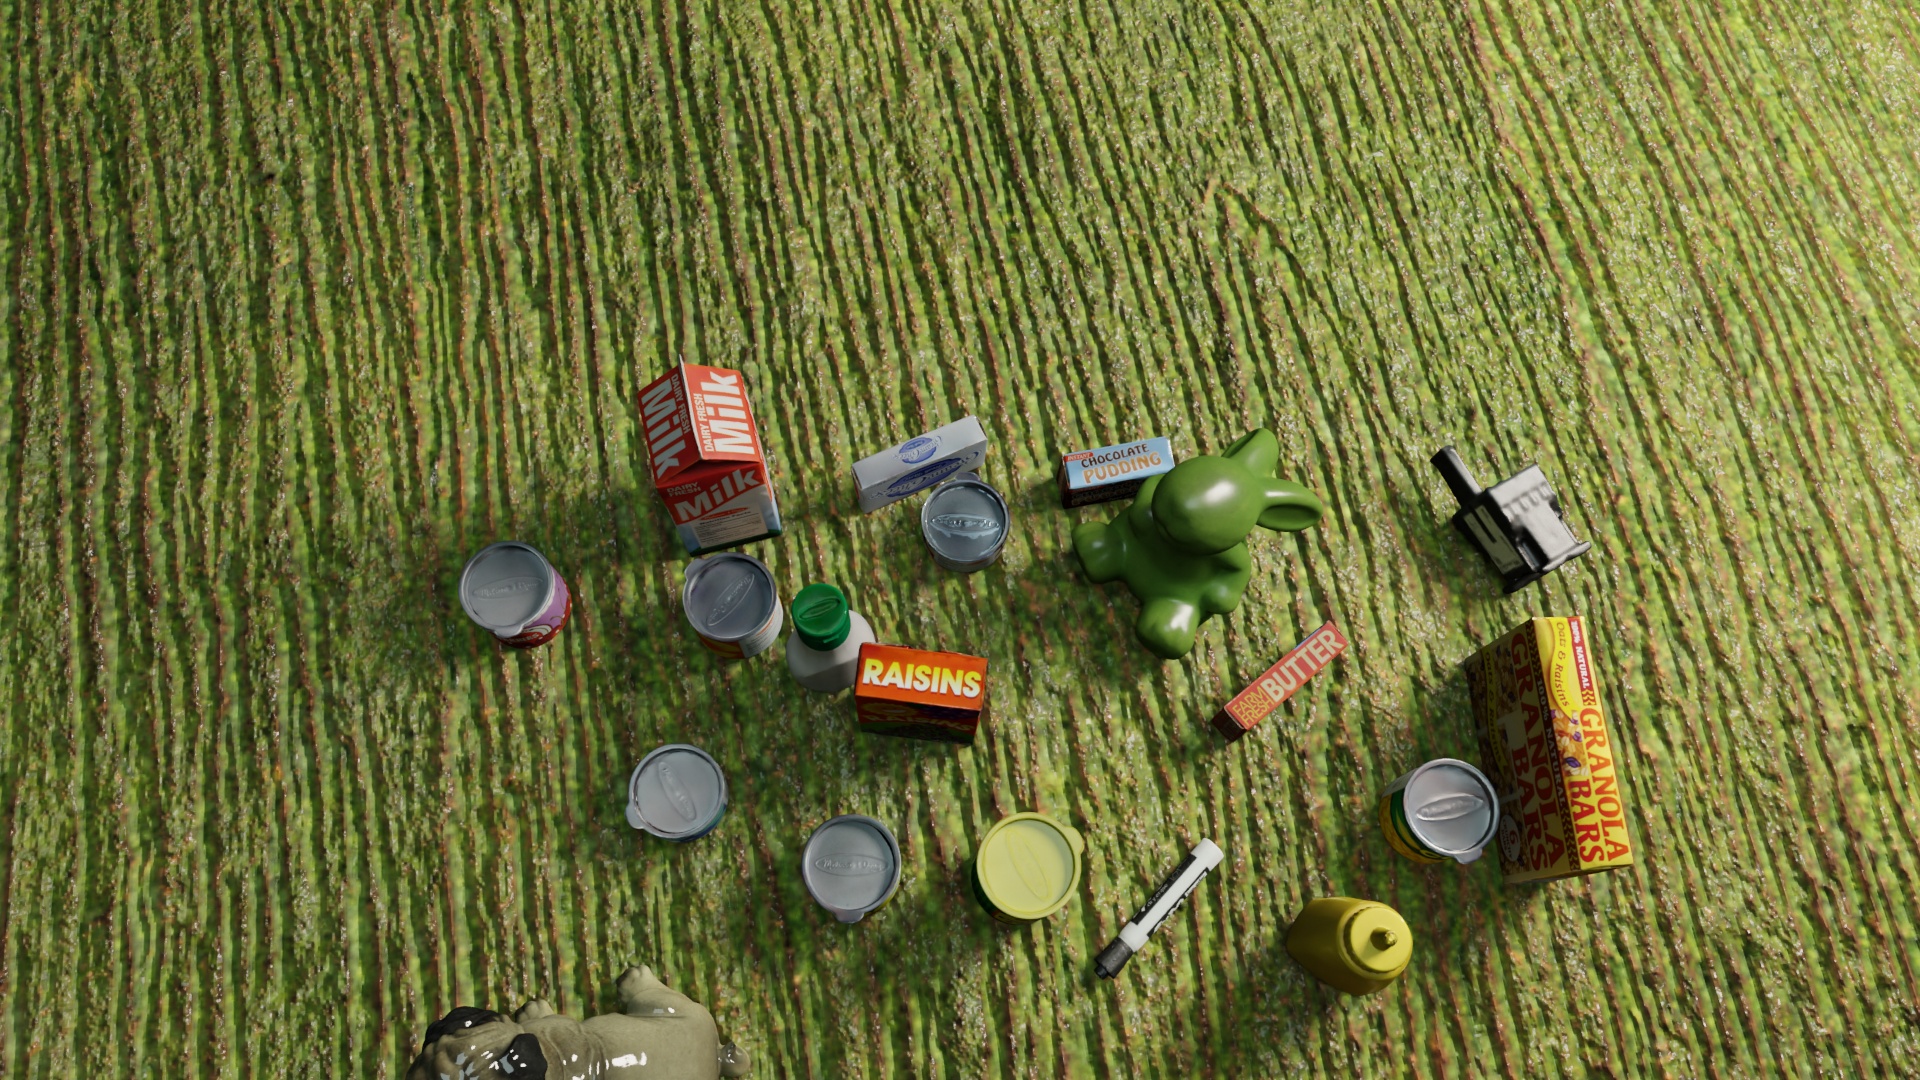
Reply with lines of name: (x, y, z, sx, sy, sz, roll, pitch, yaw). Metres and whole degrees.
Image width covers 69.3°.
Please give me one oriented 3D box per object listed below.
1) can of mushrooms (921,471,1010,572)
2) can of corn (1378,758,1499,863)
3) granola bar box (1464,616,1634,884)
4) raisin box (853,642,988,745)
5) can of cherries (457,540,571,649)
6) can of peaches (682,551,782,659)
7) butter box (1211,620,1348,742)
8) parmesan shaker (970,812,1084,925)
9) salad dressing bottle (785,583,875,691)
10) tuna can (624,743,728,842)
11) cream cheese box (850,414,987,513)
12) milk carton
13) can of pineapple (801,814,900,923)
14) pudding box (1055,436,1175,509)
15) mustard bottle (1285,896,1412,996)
can of mushrooms: (0.004, -0.013, 1.044, 0.071, 0.033, 0.071, 1, 71, -2)
can of corn: (0.334, 0.193, 0.970, 0.071, 0.058, 0.071, 1, 71, -2)
granola bar box: (0.400, 0.147, 0.954, 0.039, 0.124, 0.166, -2, 71, -2)
raisin box: (-0.027, 0.106, 0.954, 0.086, 0.123, 0.040, 8, 72, 1)
can of cherries: (-0.320, 0.042, 1.001, 0.071, 0.058, 0.071, 1, 71, -2)
can of peaches: (-0.165, 0.047, 1.005, 0.071, 0.058, 0.071, 1, 71, -2)
butter box: (0.230, 0.103, 1.001, 0.104, 0.053, 0.024, -37, 76, -13)
parmesan shaker: (0.044, 0.220, 0.928, 0.071, 0.102, 0.071, 1, 71, -1)
salad dressing bottle: (-0.091, 0.067, 0.953, 0.064, 0.147, 0.044, -21, 74, -8)
tuna can: (-0.199, 0.179, 0.972, 0.071, 0.032, 0.071, 1, 71, -2)
cream cheese box: (-0.031, -0.057, 1.047, 0.104, 0.053, 0.024, -23, 74, -9)
milk carton: (-0.175, -0.058, 0.971, 0.073, 0.190, 0.072, -14, 73, -6)
can of pineapple: (-0.074, 0.225, 0.947, 0.071, 0.057, 0.071, 1, 71, -2)
pudding box: (0.117, -0.051, 1.052, 0.084, 0.049, 0.030, -10, 72, -5)
mustard bottle: (0.256, 0.259, 0.892, 0.065, 0.159, 0.049, 32, 74, 9)
